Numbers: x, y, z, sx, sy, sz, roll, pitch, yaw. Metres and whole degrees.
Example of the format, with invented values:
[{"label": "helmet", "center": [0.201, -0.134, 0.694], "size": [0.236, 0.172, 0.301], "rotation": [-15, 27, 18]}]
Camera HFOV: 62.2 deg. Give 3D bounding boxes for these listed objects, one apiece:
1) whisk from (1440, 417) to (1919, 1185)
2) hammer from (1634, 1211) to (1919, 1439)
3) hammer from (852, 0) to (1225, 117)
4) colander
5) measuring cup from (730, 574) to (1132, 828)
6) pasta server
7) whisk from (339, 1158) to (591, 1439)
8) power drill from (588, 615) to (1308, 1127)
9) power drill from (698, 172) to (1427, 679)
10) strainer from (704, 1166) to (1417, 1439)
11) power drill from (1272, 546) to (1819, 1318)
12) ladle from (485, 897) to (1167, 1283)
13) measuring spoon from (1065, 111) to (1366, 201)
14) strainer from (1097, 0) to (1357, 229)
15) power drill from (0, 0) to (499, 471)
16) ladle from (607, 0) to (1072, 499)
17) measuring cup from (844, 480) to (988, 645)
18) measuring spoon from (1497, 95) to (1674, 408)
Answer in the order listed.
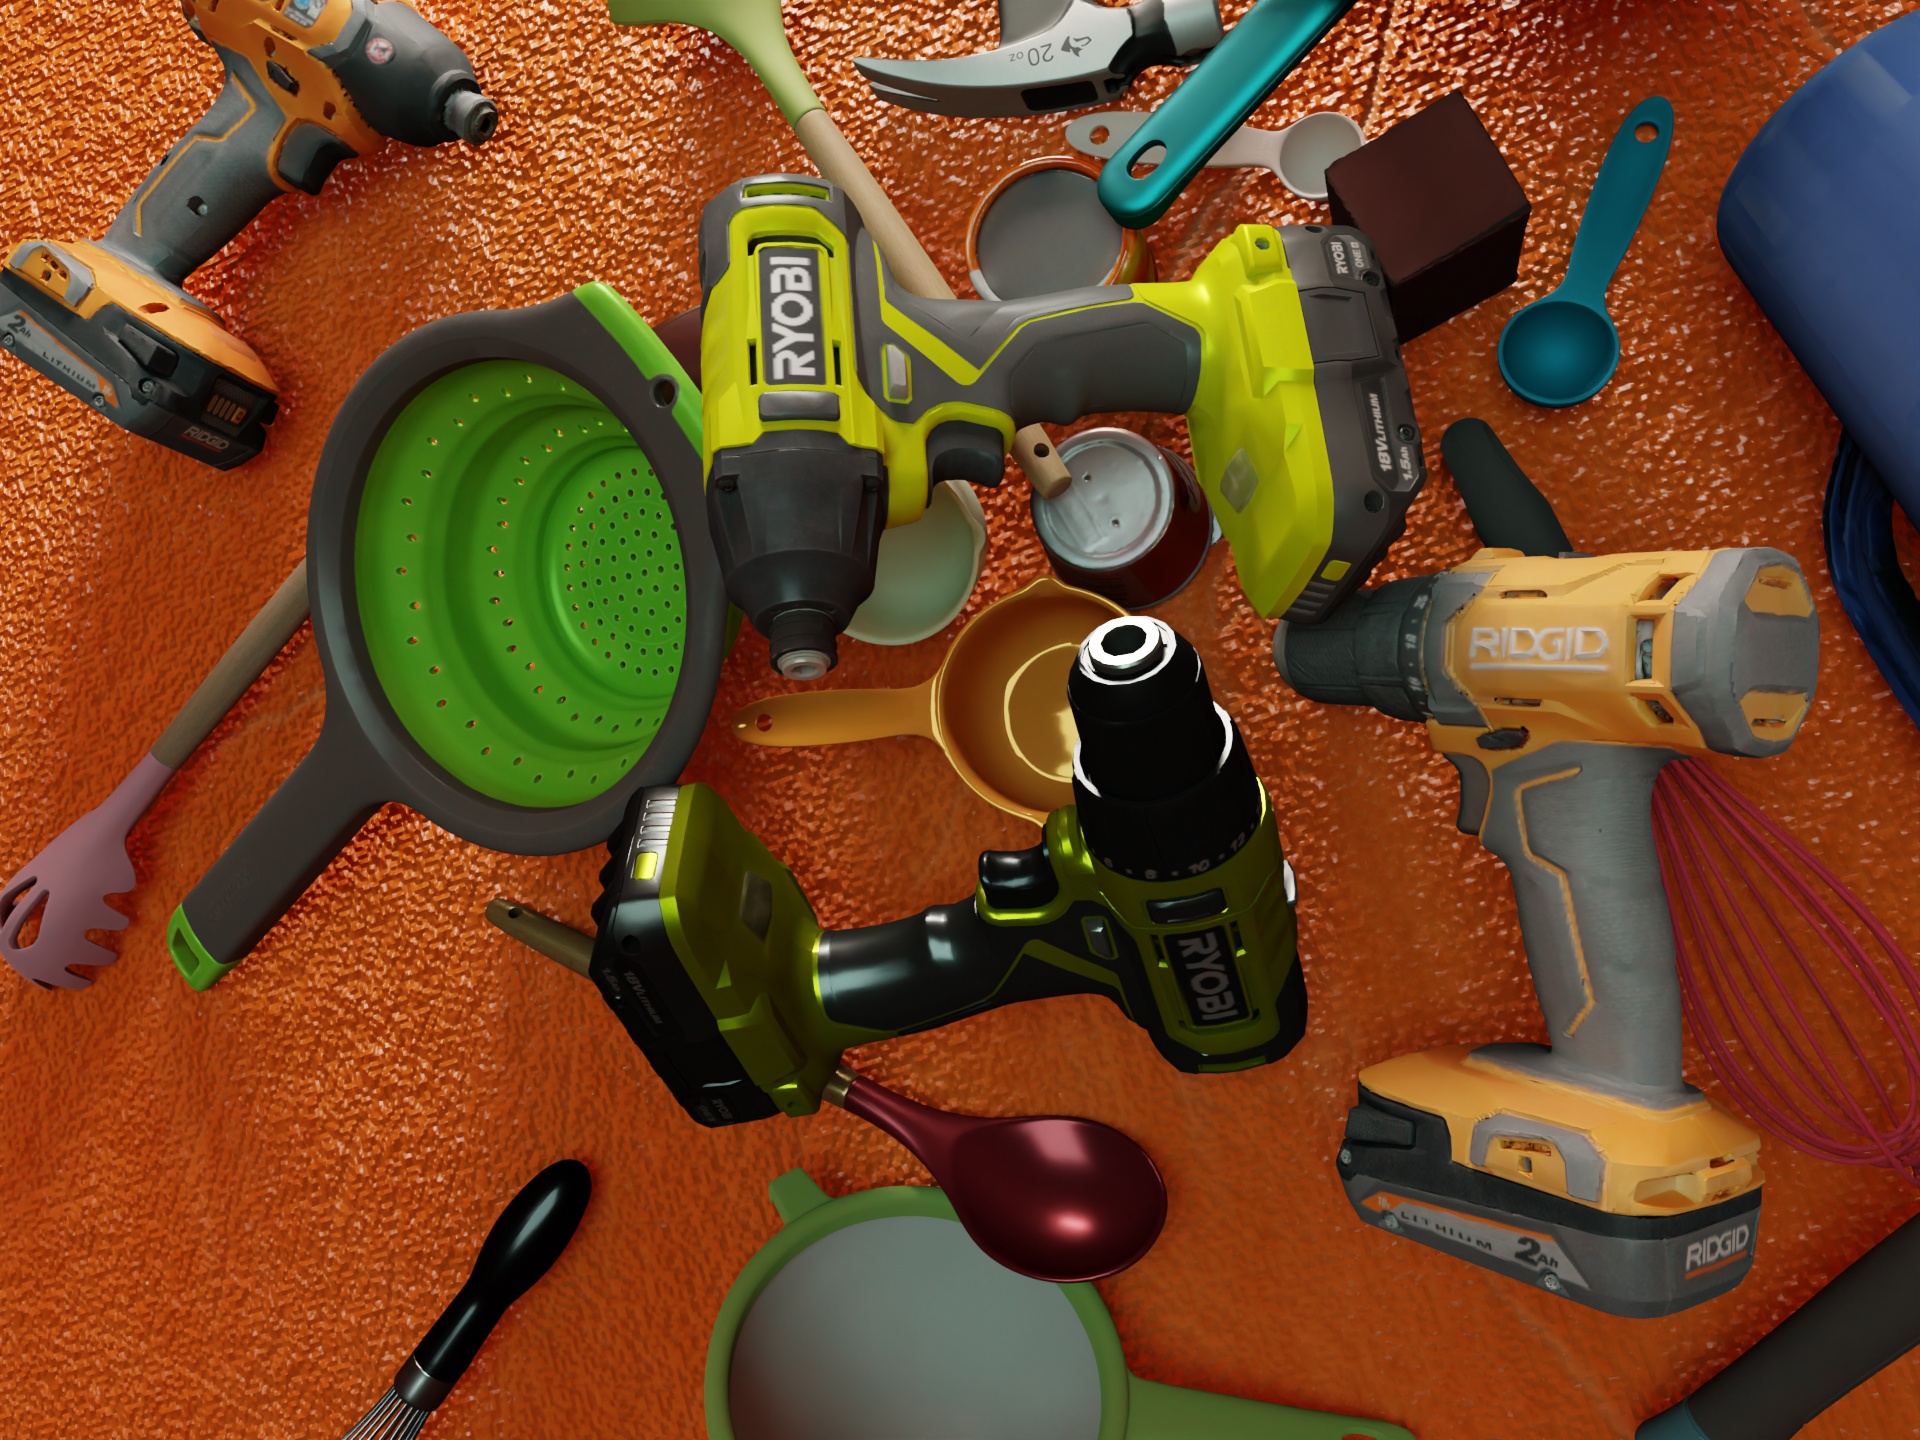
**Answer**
[{"label": "whisk", "center": [0.243, 0.019, 0.547], "size": [0.073, 0.073, 0.296], "rotation": [-29, 73, 12]}, {"label": "hammer", "center": [0.332, 0.130, 0.472], "size": [0.331, 0.128, 0.033], "rotation": [-54, 30, 23]}, {"label": "hammer", "center": [0.008, -0.411, 0.660], "size": [0.146, 0.035, 0.335], "rotation": [-11, 82, 14]}, {"label": "colander", "center": [-0.208, -0.008, 0.669], "size": [0.397, 0.094, 0.204], "rotation": [-41, 79, 27]}, {"label": "measuring cup", "center": [-0.001, -0.002, 0.619], "size": [0.173, 0.052, 0.095], "rotation": [-4, 84, 17]}, {"label": "pasta server", "center": [-0.343, -0.002, 0.730], "size": [0.060, 0.040, 0.316], "rotation": [41, 93, 15]}, {"label": "whisk", "center": [-0.240, 0.300, 0.662], "size": [0.070, 0.070, 0.284], "rotation": [36, 90, 15]}, {"label": "power drill", "center": [-0.003, 0.058, 0.544], "size": [0.228, 0.190, 0.080], "rotation": [-11, 42, 12]}, {"label": "power drill", "center": [0.028, -0.094, 0.525], "size": [0.223, 0.080, 0.171], "rotation": [-1, 66, -9]}, {"label": "strainer", "center": [0.034, 0.261, 0.581], "size": [0.256, 0.152, 0.069], "rotation": [9, 132, -1]}, {"label": "power drill", "center": [0.177, 0.056, 0.529], "size": [0.185, 0.084, 0.226], "rotation": [5, 94, 53]}, {"label": "ladle", "center": [-0.066, 0.137, 0.634], "size": [0.315, 0.031, 0.069], "rotation": [22, 49, 20]}, {"label": "measuring spoon", "center": [0.100, -0.226, 0.632], "size": [0.124, 0.018, 0.034], "rotation": [15, 89, 23]}, {"label": "strainer", "center": [0.188, -0.293, 0.569], "size": [0.340, 0.095, 0.211], "rotation": [-45, 64, 12]}, {"label": "power drill", "center": [-0.315, -0.232, 0.714], "size": [0.164, 0.084, 0.226], "rotation": [32, 90, 15]}, {"label": "ladle", "center": [-0.047, -0.209, 0.630], "size": [0.078, 0.062, 0.320], "rotation": [-26, 73, -18]}, {"label": "measuring cup", "center": [-0.036, -0.114, 0.618], "size": [0.083, 0.038, 0.167], "rotation": [-8, 105, 16]}, {"label": "measuring spoon", "center": [0.235, -0.171, 0.588], "size": [0.042, 0.021, 0.128], "rotation": [22, 82, 17]}]
